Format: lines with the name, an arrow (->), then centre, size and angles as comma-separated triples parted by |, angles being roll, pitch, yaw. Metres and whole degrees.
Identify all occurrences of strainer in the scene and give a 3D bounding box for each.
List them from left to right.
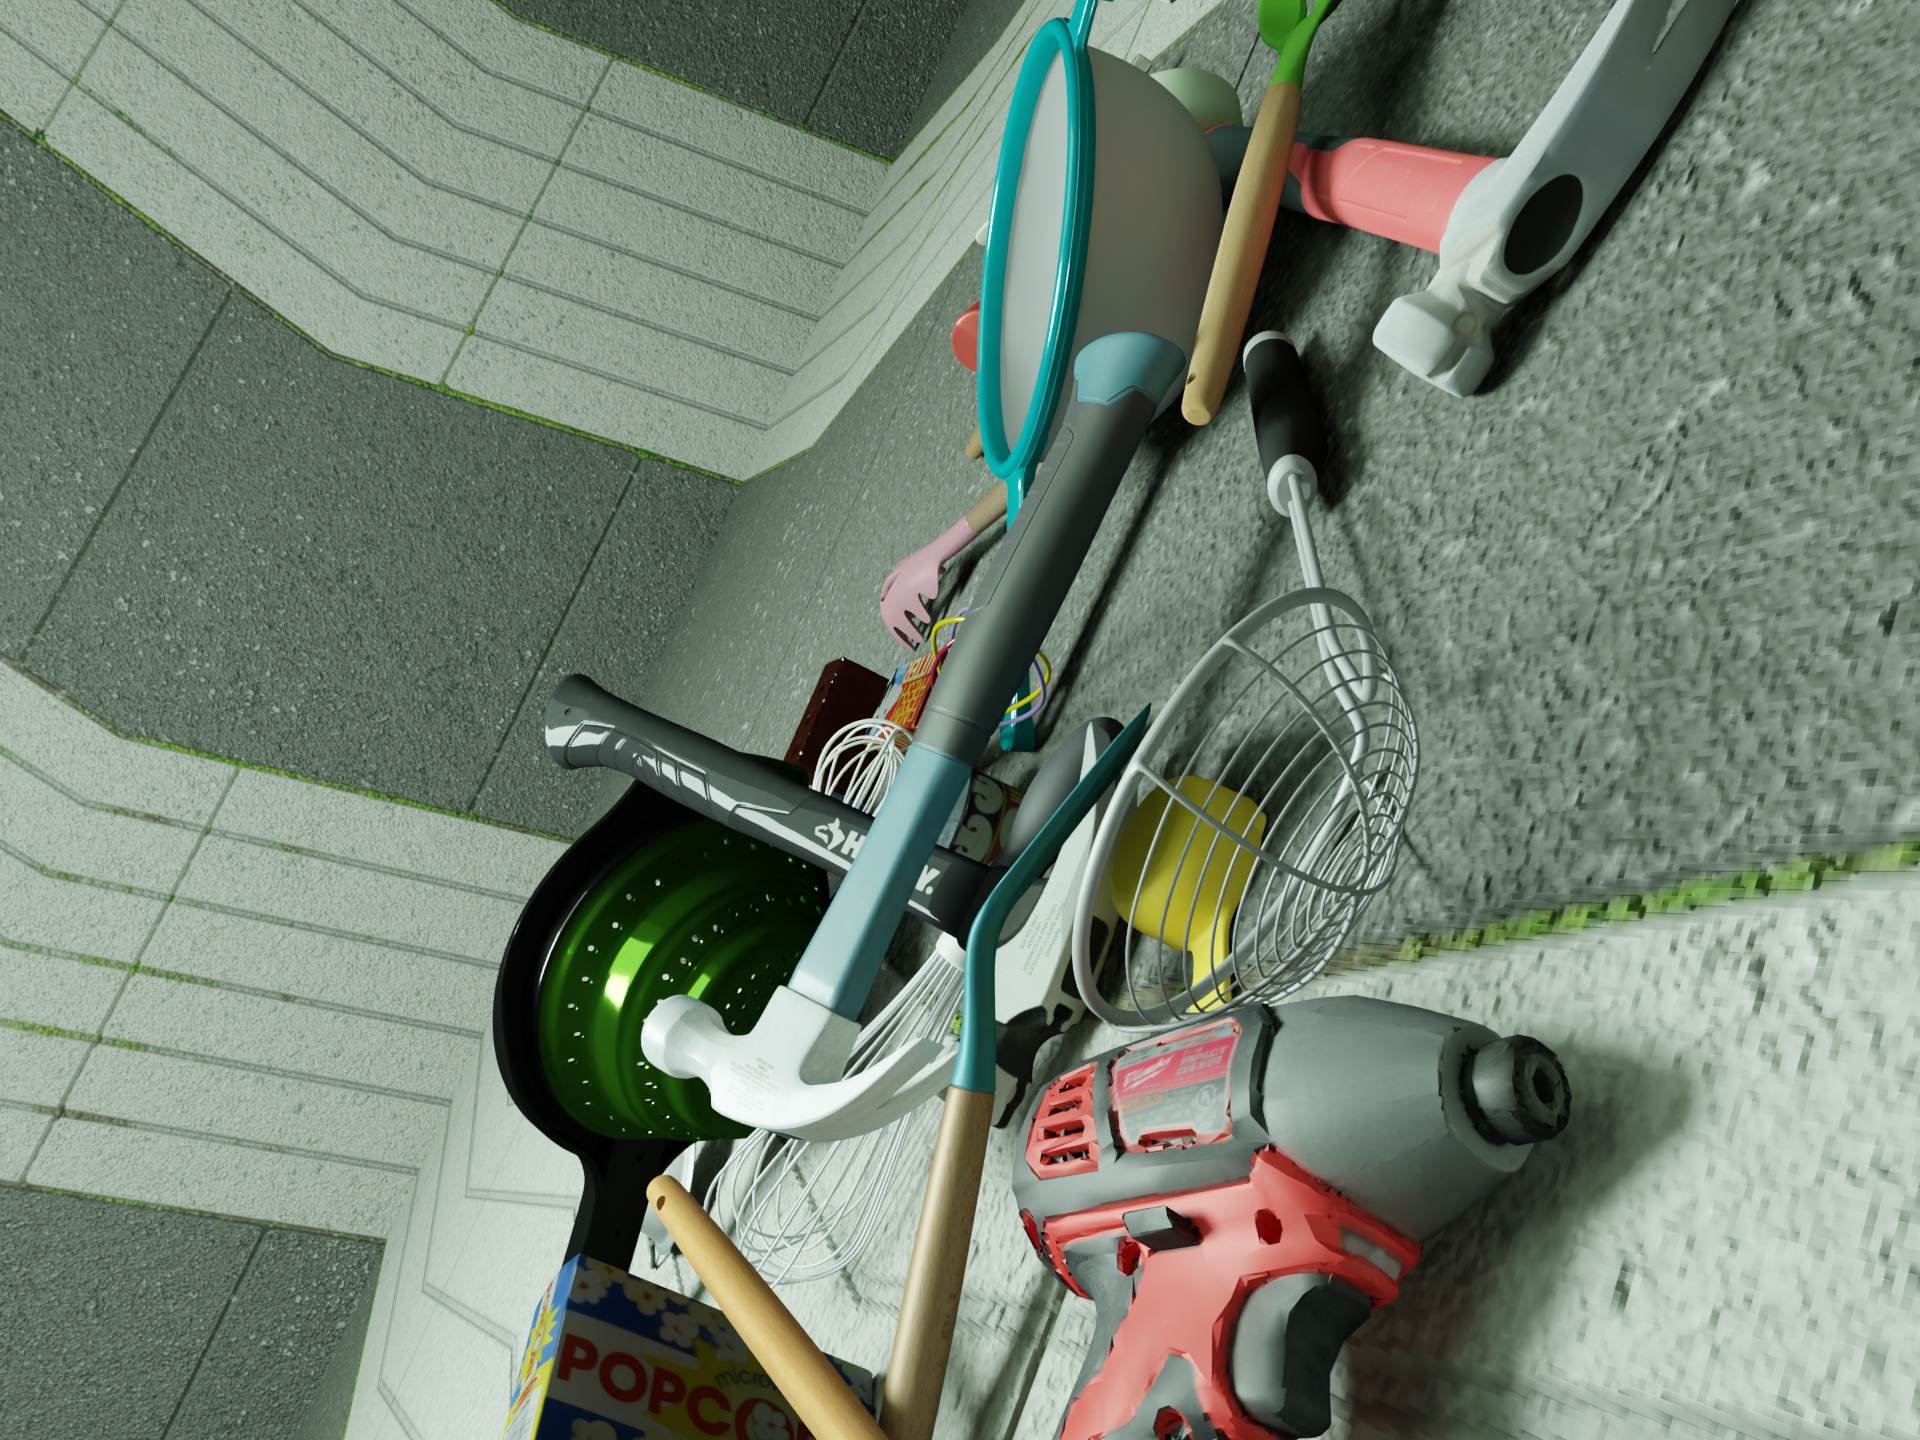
strainer -> -0.148, 0.206, 0.910 | 0.258, 0.050, 0.087 | -63, 26, 14
strainer -> 0.069, -0.154, 0.760 | 0.211, 0.095, 0.340 | 173, 100, -80

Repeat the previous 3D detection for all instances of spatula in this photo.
spatula -> -0.034, 0.218, 0.473 | 0.323, 0.041, 0.081 | 26, 89, 53
spatula -> 0.009, 0.147, 0.511 | 0.082, 0.044, 0.317 | 66, -144, -81

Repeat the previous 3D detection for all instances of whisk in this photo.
whisk -> -0.087, 0.107, 0.914 | 0.058, 0.059, 0.246 | -89, 23, -70
whisk -> -0.014, 0.119, 0.651 | 0.284, 0.070, 0.070 | -57, 16, 7
whisk -> -0.003, -0.004, 0.747 | 0.245, 0.047, 0.051 | 121, 145, -70

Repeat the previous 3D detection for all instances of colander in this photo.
colander -> -0.141, 0.216, 0.796 | 0.095, 0.204, 0.397 | 22, 98, 41

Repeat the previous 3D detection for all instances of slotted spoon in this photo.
slotted spoon -> 0.130, -0.243, 0.666 | 0.070, 0.031, 0.314 | -32, 35, 54

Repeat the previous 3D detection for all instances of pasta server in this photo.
pasta server -> 0.030, -0.128, 0.951 | 0.316, 0.040, 0.060 | -36, 32, 52

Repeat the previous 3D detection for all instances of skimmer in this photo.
skimmer -> 0.086, -0.051, 0.524 | 0.364, 0.090, 0.127 | -82, -6, -54

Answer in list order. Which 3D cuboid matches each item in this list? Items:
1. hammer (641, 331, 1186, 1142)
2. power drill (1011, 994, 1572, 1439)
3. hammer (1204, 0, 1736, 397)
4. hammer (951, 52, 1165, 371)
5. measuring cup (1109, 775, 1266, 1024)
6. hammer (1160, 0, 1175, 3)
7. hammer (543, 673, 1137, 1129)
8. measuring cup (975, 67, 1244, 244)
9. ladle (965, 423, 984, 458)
hammer -> -0.002, 0.001, 0.595 | 0.128, 0.033, 0.331 | 19, 79, 41
power drill -> 0.053, 0.157, 0.320 | 0.143, 0.078, 0.220 | -30, 31, 46
hammer -> 0.167, -0.237, 0.657 | 0.143, 0.038, 0.387 | -58, 17, 16
hammer -> 0.061, -0.318, 1.021 | 0.149, 0.036, 0.359 | -53, 8, 36
measuring cup -> 0.066, 0.076, 0.492 | 0.062, 0.029, 0.157 | -52, 17, 36
hammer -> 0.169, -0.342, 0.626 | 0.146, 0.038, 0.411 | -51, 25, 16
hammer -> -0.071, 0.034, 0.673 | 0.335, 0.035, 0.146 | 21, 80, 40
measuring cup -> 0.081, -0.296, 0.886 | 0.167, 0.083, 0.038 | -23, 60, 27
ladle -> 0.062, -0.220, 0.985 | 0.320, 0.062, 0.078 | 141, 149, -71
